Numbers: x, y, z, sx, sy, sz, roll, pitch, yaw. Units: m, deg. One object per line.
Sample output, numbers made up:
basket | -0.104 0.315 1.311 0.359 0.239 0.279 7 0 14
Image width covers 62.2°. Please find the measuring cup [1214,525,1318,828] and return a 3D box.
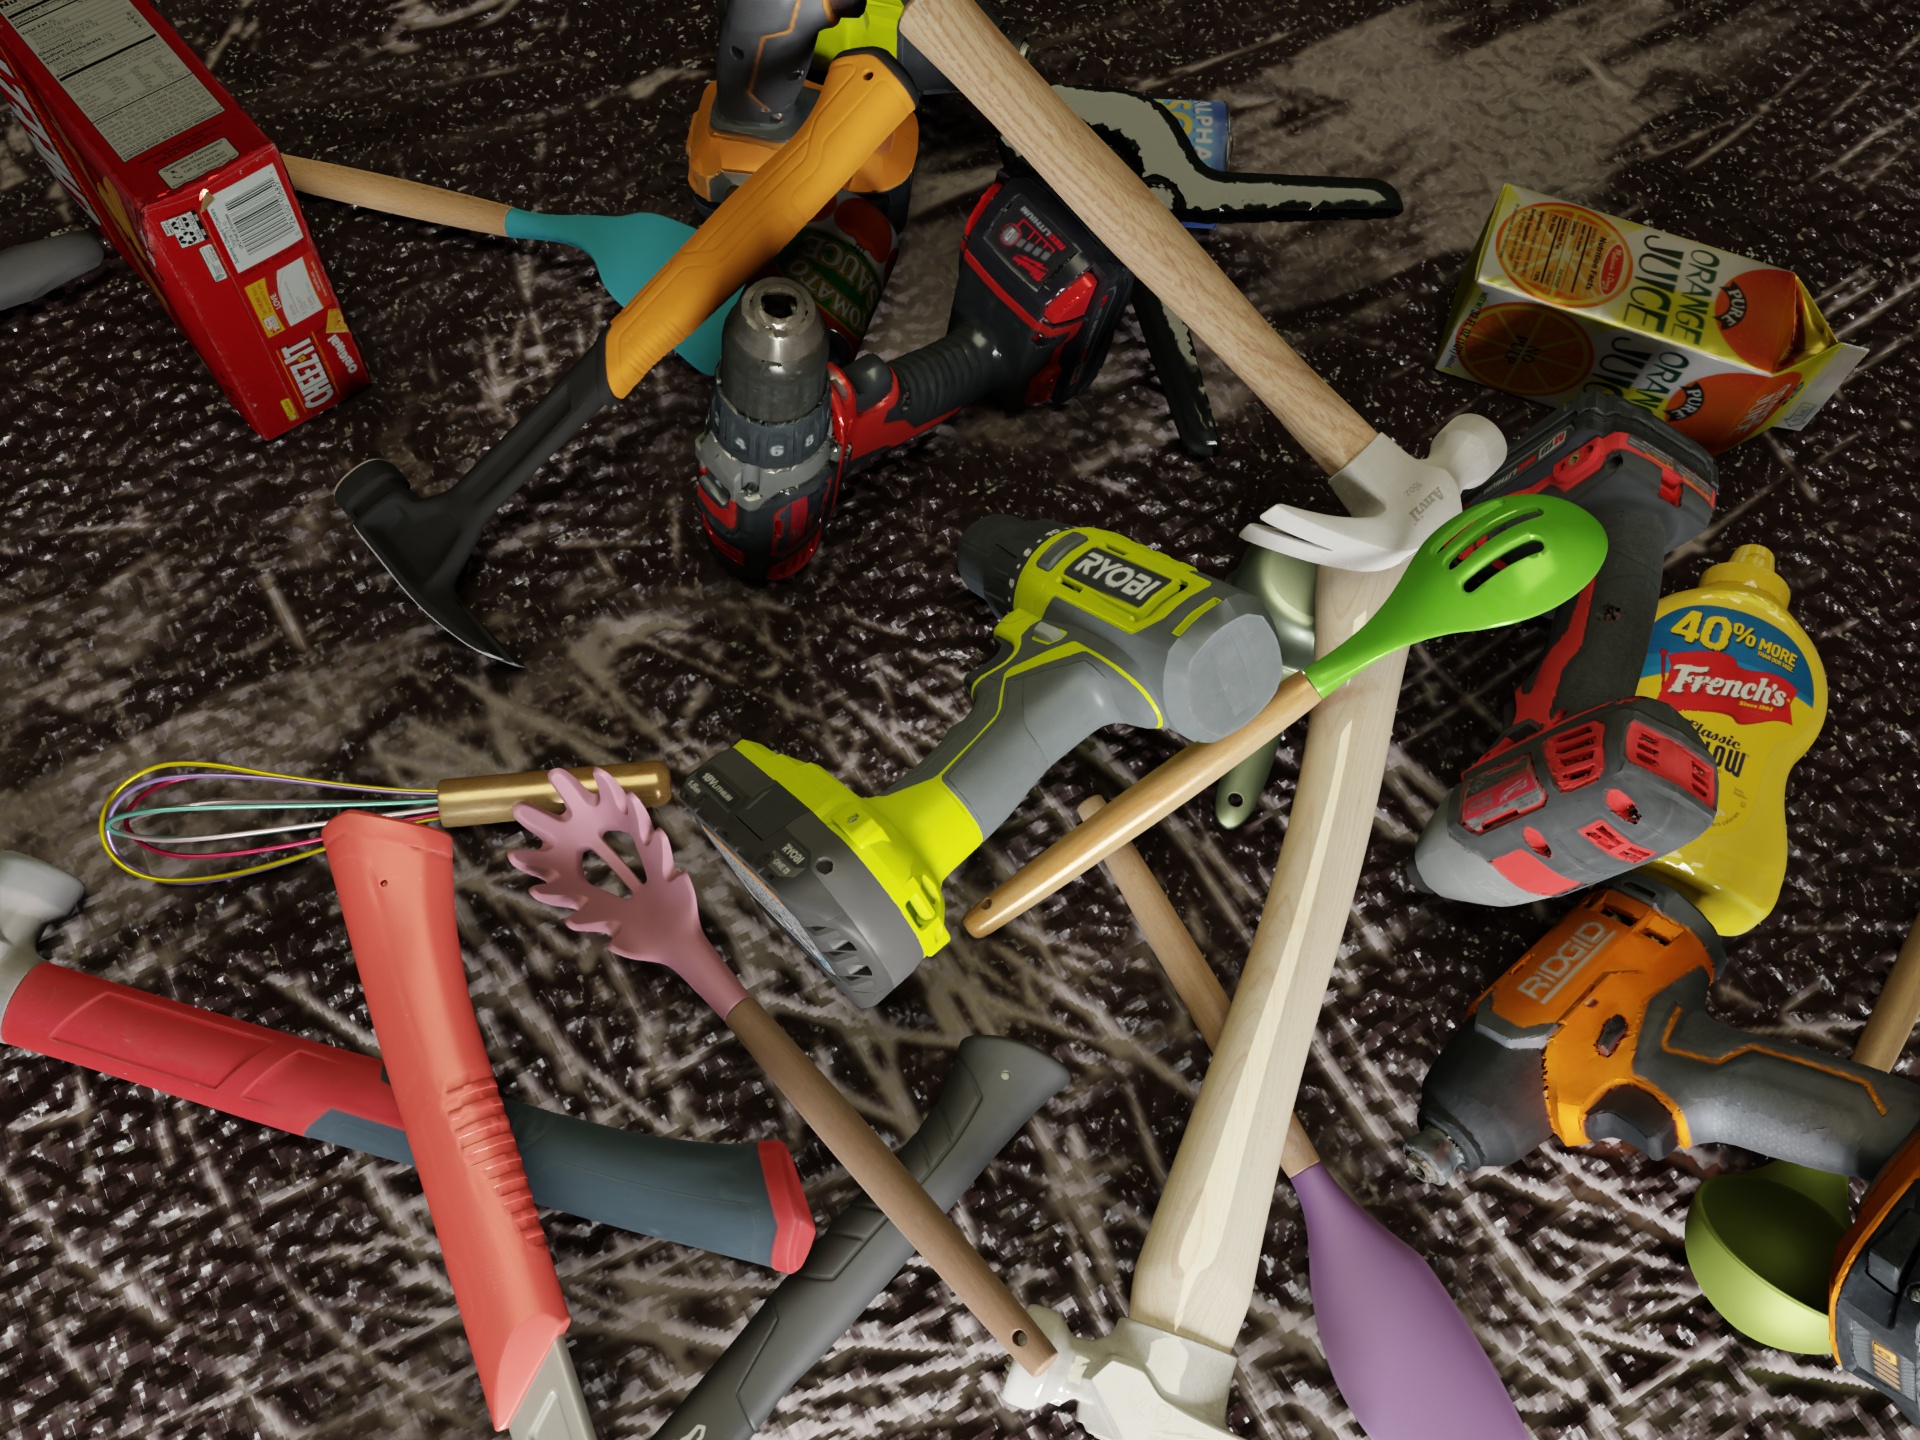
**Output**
measuring cup | 0.153 -0.026 0.747 0.083 0.038 0.168 21 64 8

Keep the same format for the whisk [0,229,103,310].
whisk | -0.569 -0.178 0.783 0.296 0.073 0.073 -31 70 -21

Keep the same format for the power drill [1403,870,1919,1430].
power drill | 0.289 0.159 0.598 0.164 0.084 0.227 -37 35 -18

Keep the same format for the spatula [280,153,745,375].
spatula | -0.262 -0.263 0.854 0.317 0.044 0.082 16 66 10

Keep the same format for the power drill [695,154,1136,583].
power drill | -0.025 -0.171 0.731 0.227 0.187 0.080 -37 77 -21

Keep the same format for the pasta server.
pasta server | -0.075 0.134 0.637 0.060 0.040 0.316 -45 66 -4

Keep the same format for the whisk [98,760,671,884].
whisk | -0.252 0.035 0.703 0.245 0.051 0.047 -5 60 -8

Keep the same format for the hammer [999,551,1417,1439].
hammer | 0.148 0.099 0.665 0.146 0.038 0.411 18 70 7

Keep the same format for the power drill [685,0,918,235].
power drill | -0.058 -0.336 0.781 0.185 0.226 0.084 5 65 0

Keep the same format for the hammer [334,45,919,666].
hammer | -0.142 -0.179 0.746 0.337 0.034 0.127 -45 73 4

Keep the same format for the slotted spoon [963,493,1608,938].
slotted spoon | 0.128 0.001 0.671 0.313 0.031 0.070 -36 40 11

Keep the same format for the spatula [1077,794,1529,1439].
spatula | 0.129 0.166 0.668 0.060 0.018 0.316 -25 69 -11

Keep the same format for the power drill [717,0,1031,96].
power drill | -0.015 -0.446 0.904 0.171 0.080 0.223 18 62 11

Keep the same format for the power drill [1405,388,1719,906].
power drill | 0.258 -0.023 0.696 0.078 0.143 0.220 27 57 -15

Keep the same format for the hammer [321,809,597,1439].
hammer | -0.172 0.201 0.568 0.149 0.036 0.359 -23 74 -2

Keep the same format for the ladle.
ladle | 0.400 0.127 0.677 0.078 0.062 0.320 31 65 22

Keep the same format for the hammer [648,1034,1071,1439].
hammer | -0.073 0.253 0.611 0.146 0.035 0.335 39 69 16

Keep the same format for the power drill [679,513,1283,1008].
power drill | -0.001 -0.002 0.687 0.228 0.080 0.191 -39 38 -14

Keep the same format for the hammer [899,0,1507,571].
hammer | 0.094 -0.198 0.703 0.331 0.031 0.130 47 61 1

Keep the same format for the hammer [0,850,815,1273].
hammer | -0.247 0.164 0.626 0.386 0.038 0.143 13 66 10
